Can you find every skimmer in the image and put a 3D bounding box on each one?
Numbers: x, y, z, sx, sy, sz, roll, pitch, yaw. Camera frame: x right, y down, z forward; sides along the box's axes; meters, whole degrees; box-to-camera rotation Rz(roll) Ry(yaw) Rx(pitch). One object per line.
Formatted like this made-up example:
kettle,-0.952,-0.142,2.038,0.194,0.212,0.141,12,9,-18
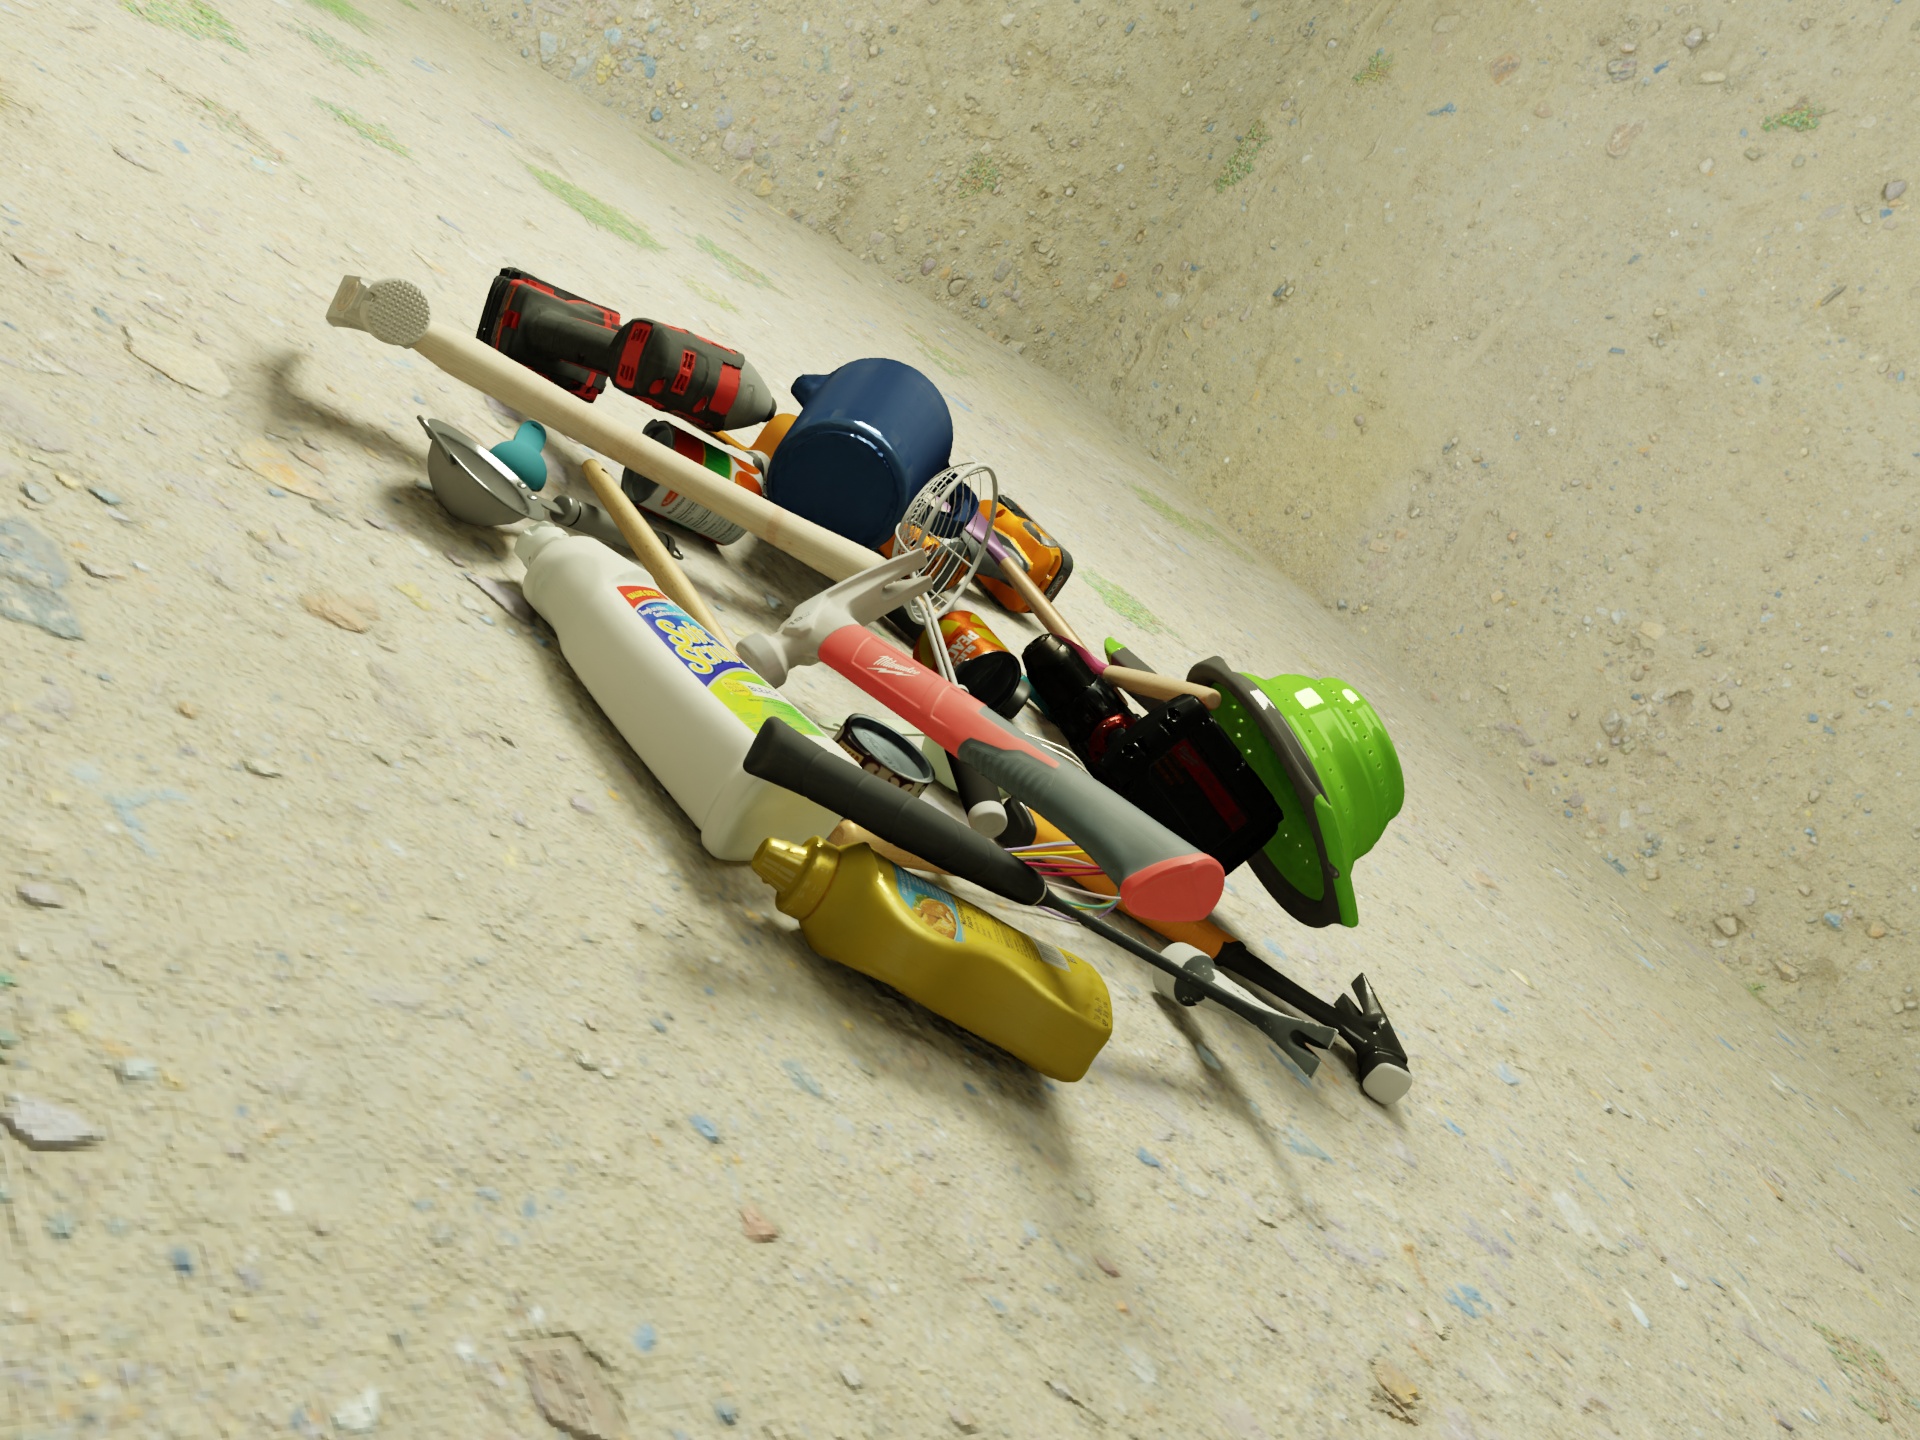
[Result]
skimmer,0.014,-0.050,1.071,0.090,0.127,0.364,2,37,-14

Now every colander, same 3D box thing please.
colander,0.220,0.004,1.194,0.397,0.094,0.204,-129,-163,-60

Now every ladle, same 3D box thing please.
ladle,-0.153,-0.054,0.965,0.316,0.031,0.069,52,15,25

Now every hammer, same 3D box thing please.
hammer,0.020,0.000,0.896,0.387,0.143,0.038,34,-32,48
hammer,0.166,0.145,1.104,0.336,0.034,0.127,32,18,-13
hammer,-0.080,-0.114,1.300,0.335,0.035,0.146,39,17,6
hammer,0.047,0.097,0.844,0.408,0.036,0.149,32,-4,-37
hammer,-0.220,-0.182,1.069,0.410,0.038,0.146,26,-1,-35

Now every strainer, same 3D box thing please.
strainer,-0.255,-0.132,1.001,0.087,0.050,0.258,48,15,26

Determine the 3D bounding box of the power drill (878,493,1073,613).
power drill,-0.009,-0.181,1.537,0.226,0.084,0.164,5,35,-52

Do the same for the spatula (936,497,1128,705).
spatula,0.052,-0.123,1.409,0.059,0.018,0.316,4,43,-52

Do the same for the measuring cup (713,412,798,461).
measuring cup,-0.181,-0.266,1.465,0.173,0.052,0.095,31,18,-25

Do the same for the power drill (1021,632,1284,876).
power drill,0.125,0.020,1.143,0.188,0.080,0.227,52,-4,-9

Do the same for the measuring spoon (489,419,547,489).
measuring spoon,-0.298,-0.194,1.104,0.042,0.021,0.129,31,19,-20

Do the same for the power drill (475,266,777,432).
power drill,-0.245,-0.266,1.181,0.220,0.078,0.143,23,7,35

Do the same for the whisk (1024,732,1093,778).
whisk,-0.002,-0.004,1.150,0.246,0.059,0.058,35,44,8

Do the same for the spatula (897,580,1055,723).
spatula,0.035,-0.058,1.363,0.317,0.044,0.082,36,14,2

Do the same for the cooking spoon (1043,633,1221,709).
cooking spoon,0.124,-0.032,1.217,0.068,0.017,0.319,46,-7,-16

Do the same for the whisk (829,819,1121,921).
whisk,0.022,0.084,0.961,0.244,0.047,0.051,14,61,-41

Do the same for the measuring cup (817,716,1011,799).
measuring cup,-0.027,0.022,1.061,0.167,0.038,0.083,6,24,-35
